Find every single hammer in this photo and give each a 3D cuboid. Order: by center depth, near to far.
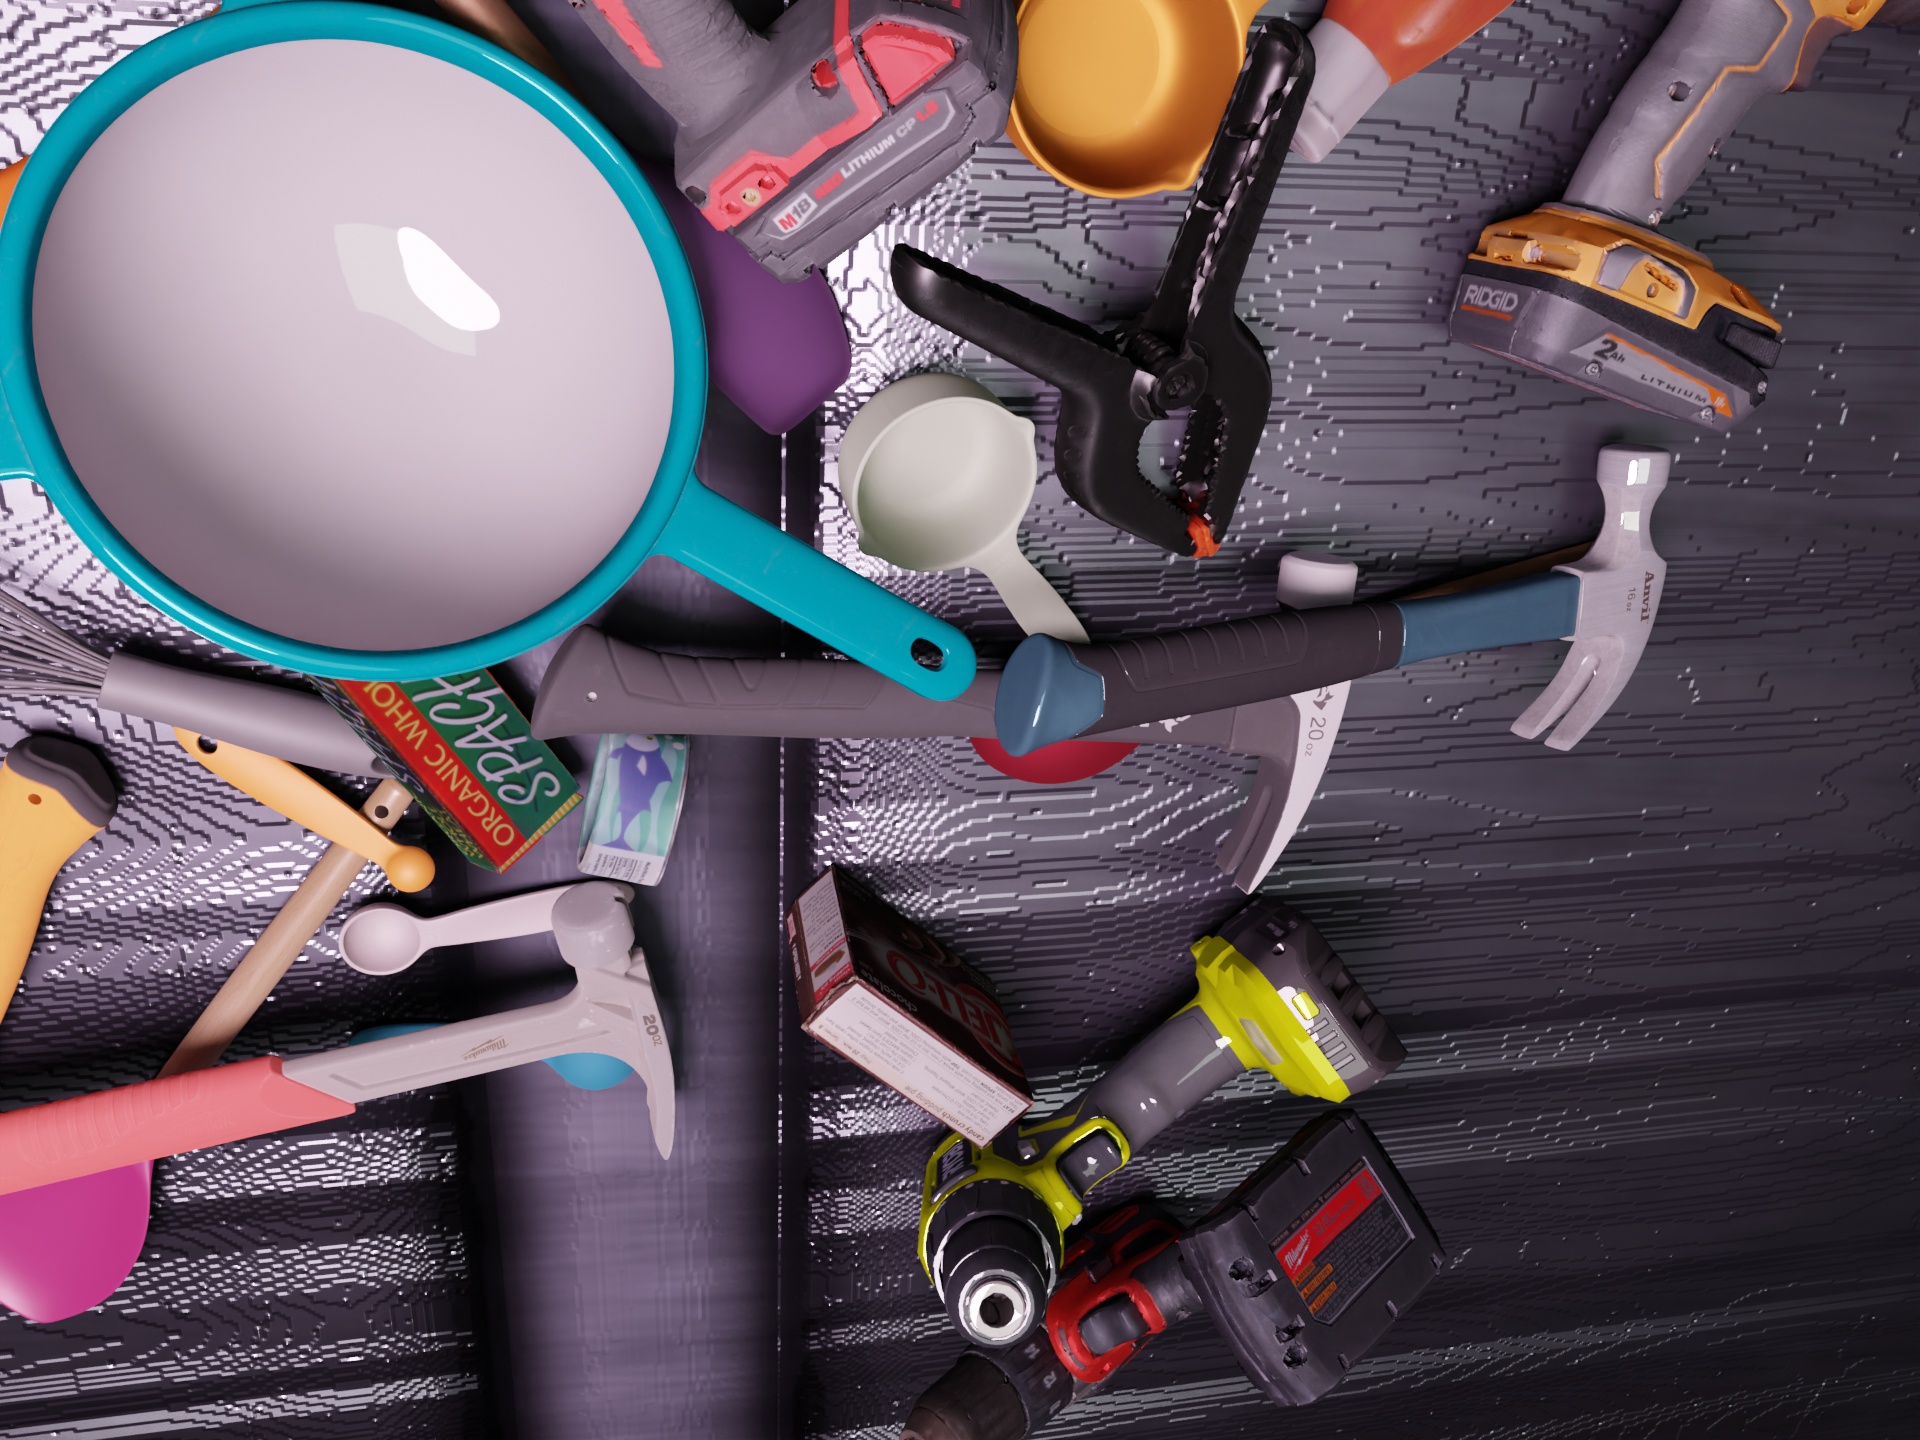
[{"bbox_3d":[0.162,-0.034,0.644,0.331,0.033,0.128,-10,109,-26],"label":"hammer"},{"bbox_3d":[-0.001,-0.002,0.646,0.334,0.035,0.146,1,107,-16],"label":"hammer"},{"bbox_3d":[-0.301,0.164,0.652,0.359,0.037,0.149,-12,128,-11],"label":"hammer"},{"bbox_3d":[-0.433,0.150,0.653,0.127,0.034,0.337,25,106,-18],"label":"hammer"}]

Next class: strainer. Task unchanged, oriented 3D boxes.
[{"bbox_3d":[-0.148,-0.092,0.563,0.340,0.095,0.211,29,80,-25],"label":"strainer"}]

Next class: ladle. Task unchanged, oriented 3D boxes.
[{"bbox_3d":[0.157,-0.033,0.713,0.315,0.031,0.069,-18,129,-7],"label":"ladle"}]

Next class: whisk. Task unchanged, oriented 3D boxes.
[{"bbox_3d":[-0.319,-0.018,0.599,0.238,0.055,0.055,18,110,-25],"label":"whisk"}]

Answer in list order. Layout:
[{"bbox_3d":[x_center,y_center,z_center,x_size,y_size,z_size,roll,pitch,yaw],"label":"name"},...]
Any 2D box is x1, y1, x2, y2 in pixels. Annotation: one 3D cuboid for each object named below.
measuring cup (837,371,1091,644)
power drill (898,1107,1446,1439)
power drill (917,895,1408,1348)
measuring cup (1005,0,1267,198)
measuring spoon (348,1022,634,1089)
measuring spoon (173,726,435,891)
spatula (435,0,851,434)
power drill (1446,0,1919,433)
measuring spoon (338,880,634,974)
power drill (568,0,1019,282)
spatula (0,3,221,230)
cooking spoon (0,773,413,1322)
[{"bbox_3d":[0.010,-0.076,0.658,0.083,0.038,0.167,-36,134,6],"label":"measuring cup"},{"bbox_3d":[0.085,0.270,0.721,0.188,0.080,0.226,-24,169,-41],"label":"power drill"},{"bbox_3d":[0.078,0.181,0.710,0.228,0.190,0.080,-36,90,-1],"label":"power drill"},{"bbox_3d":[0.088,-0.261,0.574,0.173,0.052,0.095,-35,118,2],"label":"measuring cup"},{"bbox_3d":[-0.207,0.151,0.715,0.128,0.021,0.042,4,114,-17],"label":"measuring spoon"},{"bbox_3d":[-0.264,0.034,0.639,0.117,0.011,0.021,35,101,-12],"label":"measuring spoon"},{"bbox_3d":[-0.143,-0.221,0.541,0.060,0.018,0.315,-42,125,4],"label":"spatula"},{"bbox_3d":[0.313,-0.233,0.627,0.185,0.084,0.226,14,107,-20],"label":"power drill"},{"bbox_3d":[-0.205,0.083,0.692,0.124,0.018,0.034,-9,121,-16],"label":"measuring spoon"},{"bbox_3d":[-0.085,-0.250,0.478,0.143,0.079,0.219,-27,134,30],"label":"power drill"},{"bbox_3d":[-0.261,-0.215,0.530,0.322,0.041,0.081,-37,118,1],"label":"spatula"},{"bbox_3d":[-0.329,0.144,0.686,0.068,0.017,0.319,38,102,-10],"label":"cooking spoon"}]
